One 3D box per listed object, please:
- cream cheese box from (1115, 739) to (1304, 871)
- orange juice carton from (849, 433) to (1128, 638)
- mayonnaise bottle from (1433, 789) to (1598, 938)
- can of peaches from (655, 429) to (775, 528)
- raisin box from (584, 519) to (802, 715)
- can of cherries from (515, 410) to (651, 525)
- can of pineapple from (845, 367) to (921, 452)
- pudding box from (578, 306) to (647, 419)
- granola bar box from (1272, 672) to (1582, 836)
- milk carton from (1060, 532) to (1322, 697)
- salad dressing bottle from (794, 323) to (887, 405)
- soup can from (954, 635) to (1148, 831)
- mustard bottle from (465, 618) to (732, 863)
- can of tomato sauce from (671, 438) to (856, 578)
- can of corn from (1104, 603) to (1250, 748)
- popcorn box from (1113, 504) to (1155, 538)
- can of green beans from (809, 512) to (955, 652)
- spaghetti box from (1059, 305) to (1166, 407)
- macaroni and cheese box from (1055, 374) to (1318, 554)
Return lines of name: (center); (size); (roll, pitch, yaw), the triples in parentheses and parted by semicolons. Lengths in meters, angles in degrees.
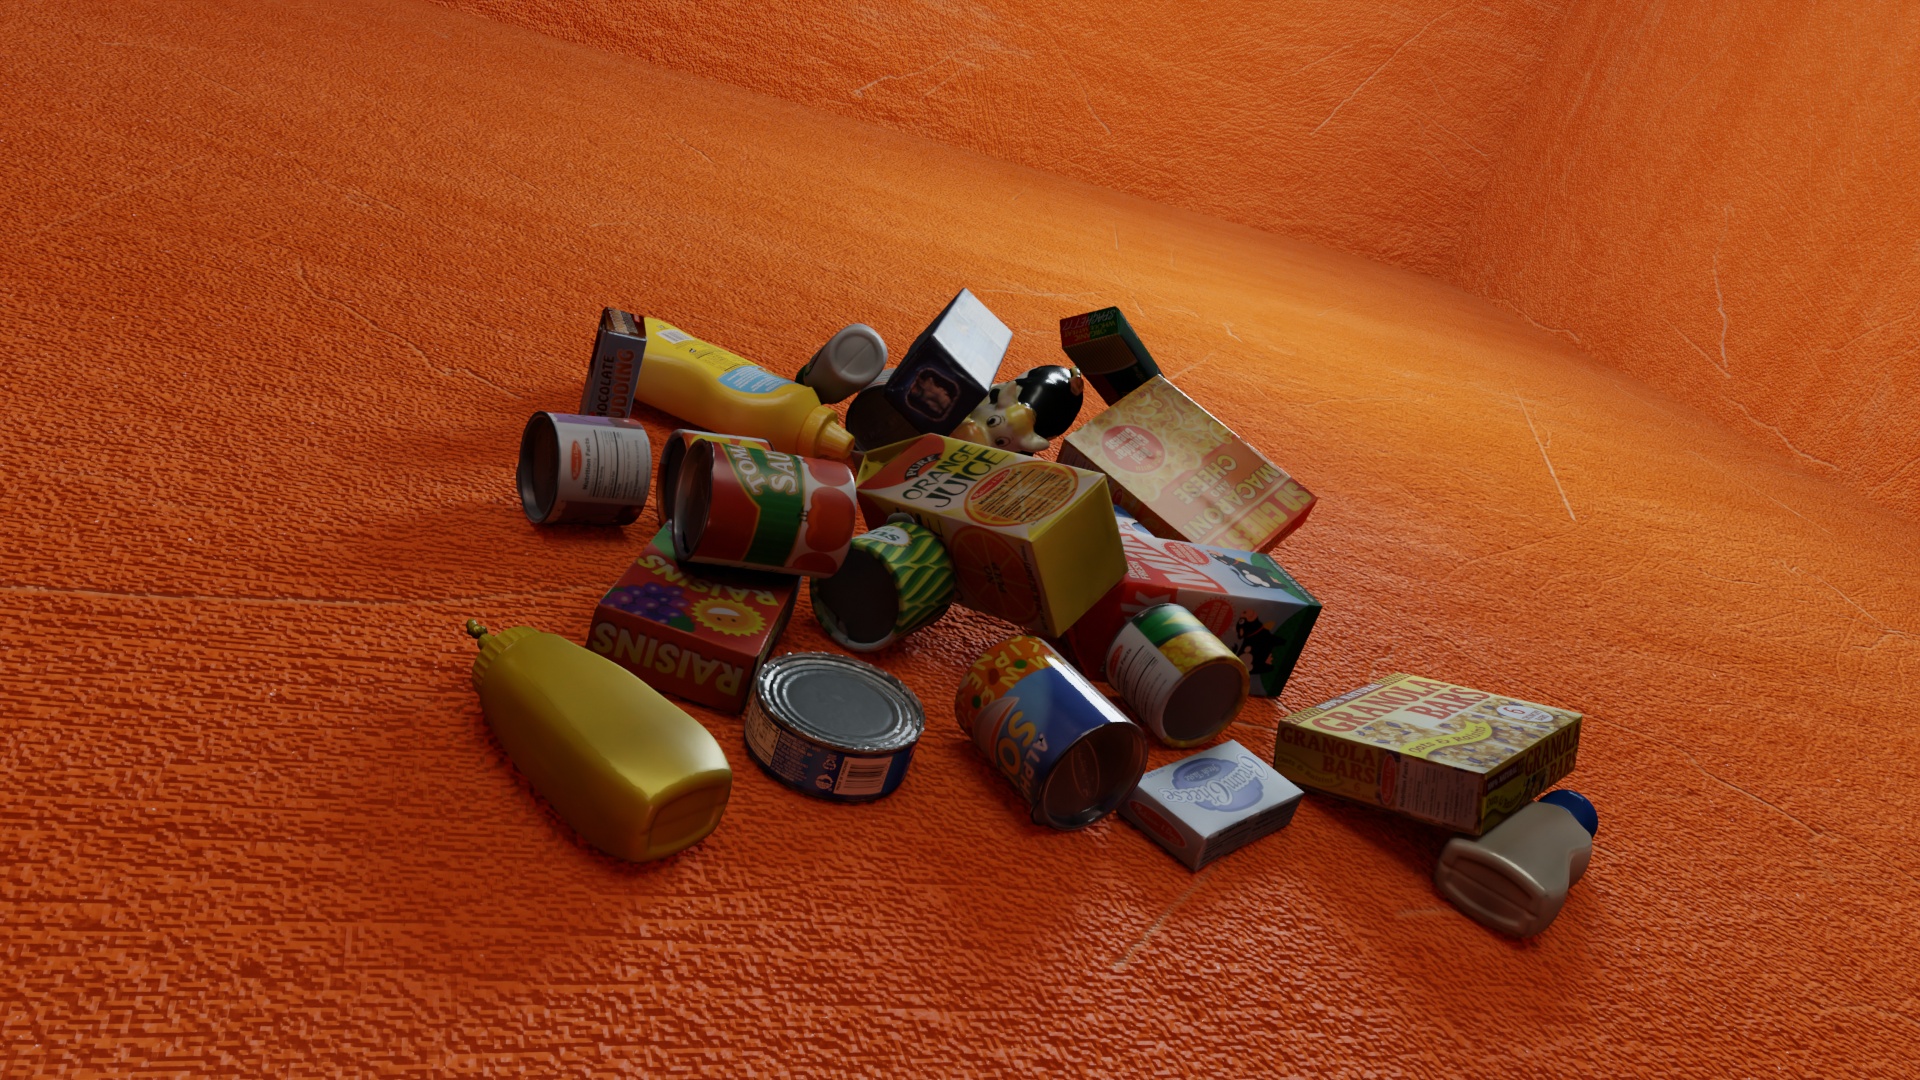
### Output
cream cheese box: (0.135, 0.140, 0.743); (0.053, 0.024, 0.104); (36, 28, 33)
orange juice carton: (0.003, -0.011, 0.858); (0.193, 0.071, 0.073); (17, 45, 43)
mayonnaise bottle: (0.324, 0.176, 0.788); (0.065, 0.041, 0.148); (29, 23, 33)
can of peaches: (-0.152, -0.032, 0.862); (0.058, 0.071, 0.071); (6, 25, -30)
raisin box: (-0.139, 0.038, 0.742); (0.086, 0.040, 0.124); (19, 21, -2)
can of cherries: (-0.225, -0.042, 0.827); (0.058, 0.071, 0.072); (1, 28, -37)
can of pineapple: (-0.052, -0.096, 1.090); (0.071, 0.070, 0.058); (19, 22, 0)
pudding box: (-0.239, -0.111, 0.950); (0.030, 0.083, 0.050); (11, 23, -20)
granola bar box: (0.283, 0.124, 0.833); (0.124, 0.039, 0.166); (12, 13, 40)
milk carton: (0.126, 0.045, 0.891); (0.191, 0.073, 0.072); (8, 25, -24)
salad dressing bottle: (-0.098, -0.132, 1.087); (0.044, 0.064, 0.147); (44, -14, -11)
soup can: (0.043, 0.099, 0.714); (0.071, 0.071, 0.084); (1, 27, -37)
mustard bottle: (-0.171, 0.078, 0.612); (0.160, 0.048, 0.065); (32, 25, 31)
can of tomato sauce: (-0.106, -0.018, 0.753); (0.083, 0.071, 0.071); (9, 24, -27)
can of corn: (0.130, 0.080, 0.822); (0.071, 0.071, 0.058); (4, 27, -32)
popcorn box: (0.078, 0.003, 0.997); (0.127, 0.038, 0.085); (5, 25, -30)
can of green beans: (-0.045, 0.026, 0.808); (0.071, 0.071, 0.058); (28, 24, 22)
spaghetti box: (0.153, -0.125, 1.190); (0.050, 0.029, 0.249); (-11, -25, 23)
macaroni and cheese box: (0.176, -0.045, 1.086); (0.167, 0.040, 0.124); (42, 54, 20)
